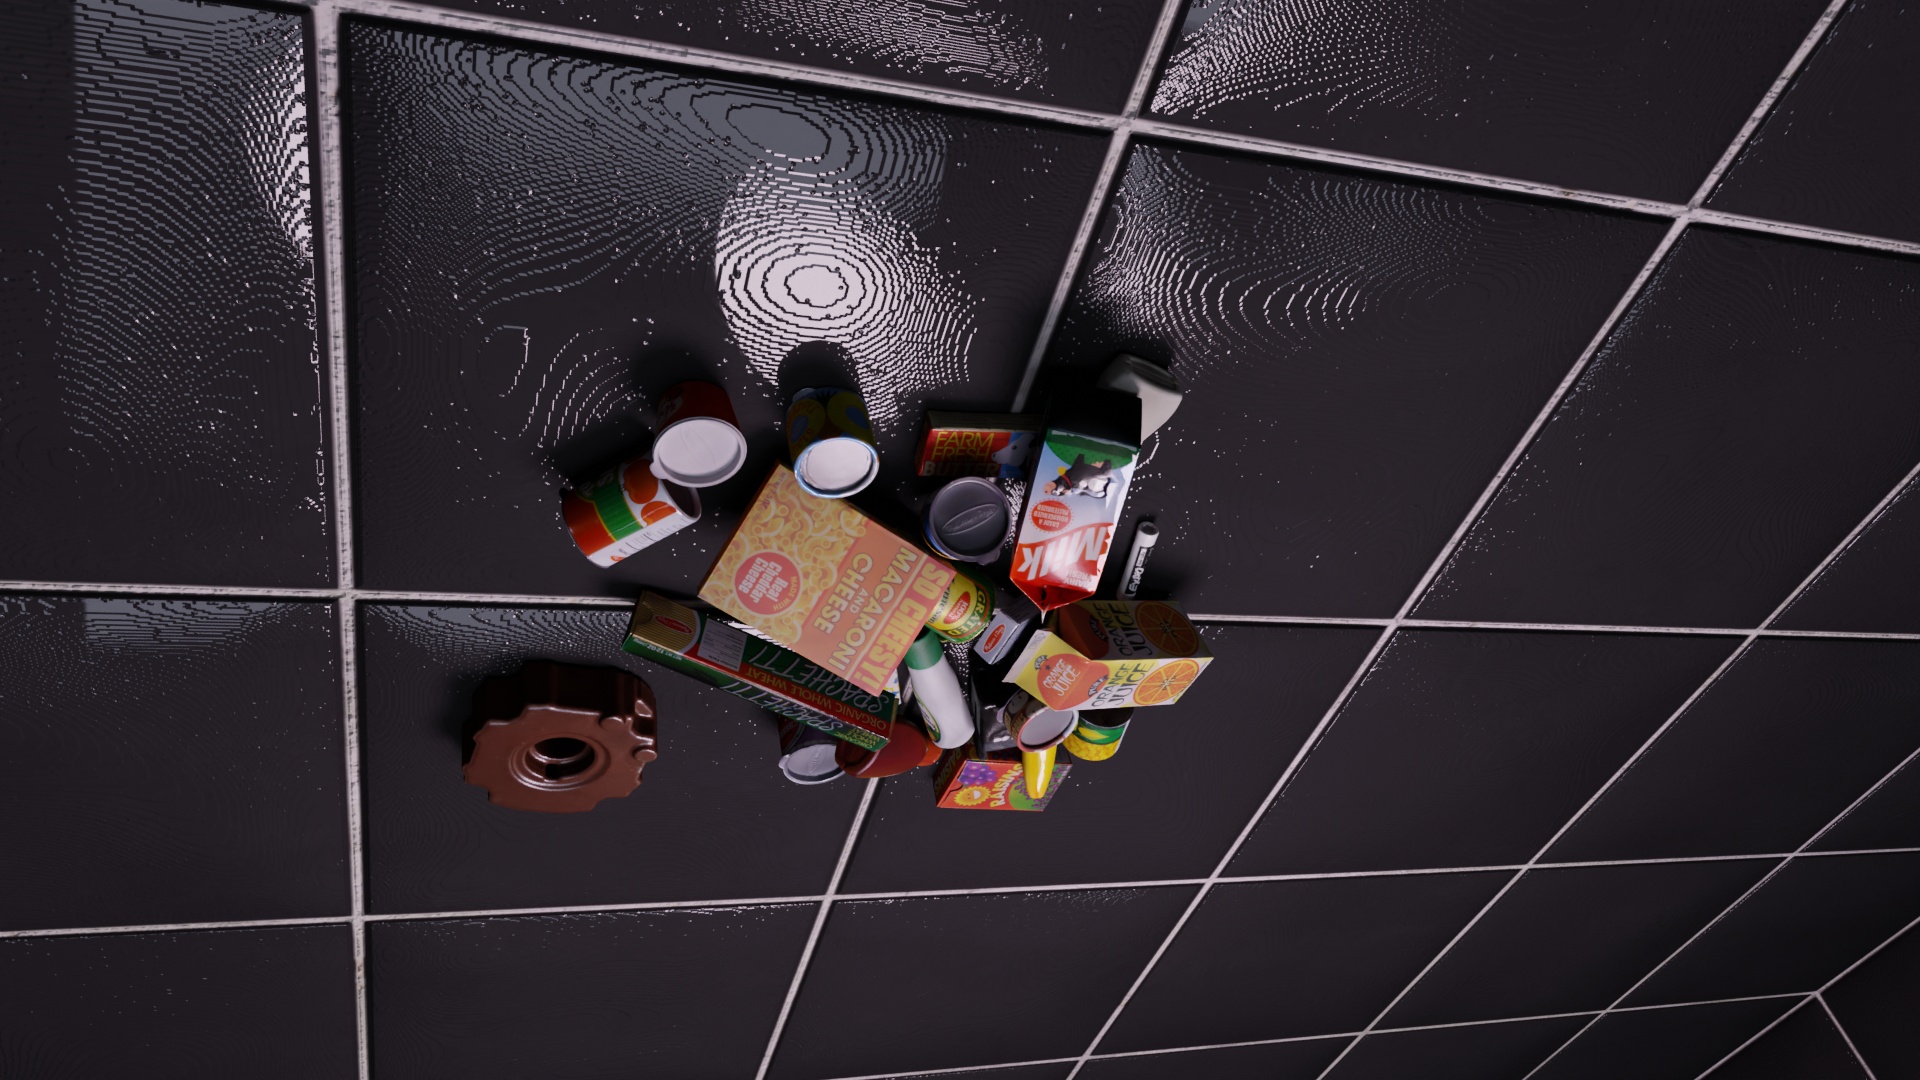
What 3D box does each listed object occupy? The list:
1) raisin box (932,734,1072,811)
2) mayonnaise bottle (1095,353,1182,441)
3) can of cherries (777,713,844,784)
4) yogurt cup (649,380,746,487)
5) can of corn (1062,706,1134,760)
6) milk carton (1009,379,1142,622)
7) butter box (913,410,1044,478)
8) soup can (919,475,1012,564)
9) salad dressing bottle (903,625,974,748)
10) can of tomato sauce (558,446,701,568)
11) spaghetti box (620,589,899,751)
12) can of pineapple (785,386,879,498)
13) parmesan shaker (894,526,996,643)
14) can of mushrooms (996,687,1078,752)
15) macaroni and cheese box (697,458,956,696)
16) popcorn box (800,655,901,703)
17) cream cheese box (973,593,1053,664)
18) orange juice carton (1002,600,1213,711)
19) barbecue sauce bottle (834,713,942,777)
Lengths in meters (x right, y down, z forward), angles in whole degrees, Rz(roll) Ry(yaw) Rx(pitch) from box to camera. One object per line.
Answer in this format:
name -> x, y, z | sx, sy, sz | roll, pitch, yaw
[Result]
raisin box -> 0.043, 0.244, 1.458 | 0.123, 0.040, 0.085 | 7, 134, -22
mayonnaise bottle -> 0.114, -0.083, 1.133 | 0.065, 0.041, 0.147 | 20, 128, -24
can of cherries -> -0.142, 0.190, 1.330 | 0.071, 0.059, 0.071 | -8, 138, -8
yogurt cup -> -0.195, -0.081, 1.029 | 0.072, 0.054, 0.072 | -9, 137, -8
can of corn -> 0.133, 0.178, 1.396 | 0.071, 0.071, 0.058 | -2, 136, -15
milk carton -> 0.086, -0.025, 1.107 | 0.073, 0.073, 0.189 | 12, 129, -1
butter box -> 0.017, -0.077, 1.122 | 0.104, 0.024, 0.052 | 0, 135, -18
soup can -> 0.004, -0.014, 1.122 | 0.071, 0.071, 0.083 | -10, 180, -7
salad dressing bottle -> -0.025, 0.133, 1.307 | 0.044, 0.064, 0.147 | -25, 130, -8
can of tomato sauce -> -0.252, -0.028, 1.062 | 0.083, 0.071, 0.071 | -26, 137, 10
spaghetti box -> -0.170, 0.115, 1.204 | 0.250, 0.050, 0.028 | 25, 136, -19
can of pineapple -> -0.100, -0.075, 1.062 | 0.071, 0.058, 0.070 | -8, 137, -8
parmesan shaker -> -0.029, 0.041, 1.199 | 0.071, 0.071, 0.103 | -38, 134, 22
can of mushrooms -> 0.072, 0.163, 1.279 | 0.071, 0.033, 0.070 | -18, 137, -18
macaroni and cheese box -> -0.106, 0.030, 1.109 | 0.166, 0.040, 0.123 | 32, 93, -14
popcorn box -> -0.102, 0.107, 1.268 | 0.085, 0.038, 0.126 | -10, 137, -6
cream cheese box -> 0.058, 0.069, 1.245 | 0.104, 0.024, 0.053 | -29, 158, -52
orange juice carton -> 0.129, 0.104, 1.265 | 0.193, 0.073, 0.071 | 2, 135, -36
barbecue sauce bottle -> -0.063, 0.197, 1.335 | 0.065, 0.044, 0.148 | -60, 155, 4
